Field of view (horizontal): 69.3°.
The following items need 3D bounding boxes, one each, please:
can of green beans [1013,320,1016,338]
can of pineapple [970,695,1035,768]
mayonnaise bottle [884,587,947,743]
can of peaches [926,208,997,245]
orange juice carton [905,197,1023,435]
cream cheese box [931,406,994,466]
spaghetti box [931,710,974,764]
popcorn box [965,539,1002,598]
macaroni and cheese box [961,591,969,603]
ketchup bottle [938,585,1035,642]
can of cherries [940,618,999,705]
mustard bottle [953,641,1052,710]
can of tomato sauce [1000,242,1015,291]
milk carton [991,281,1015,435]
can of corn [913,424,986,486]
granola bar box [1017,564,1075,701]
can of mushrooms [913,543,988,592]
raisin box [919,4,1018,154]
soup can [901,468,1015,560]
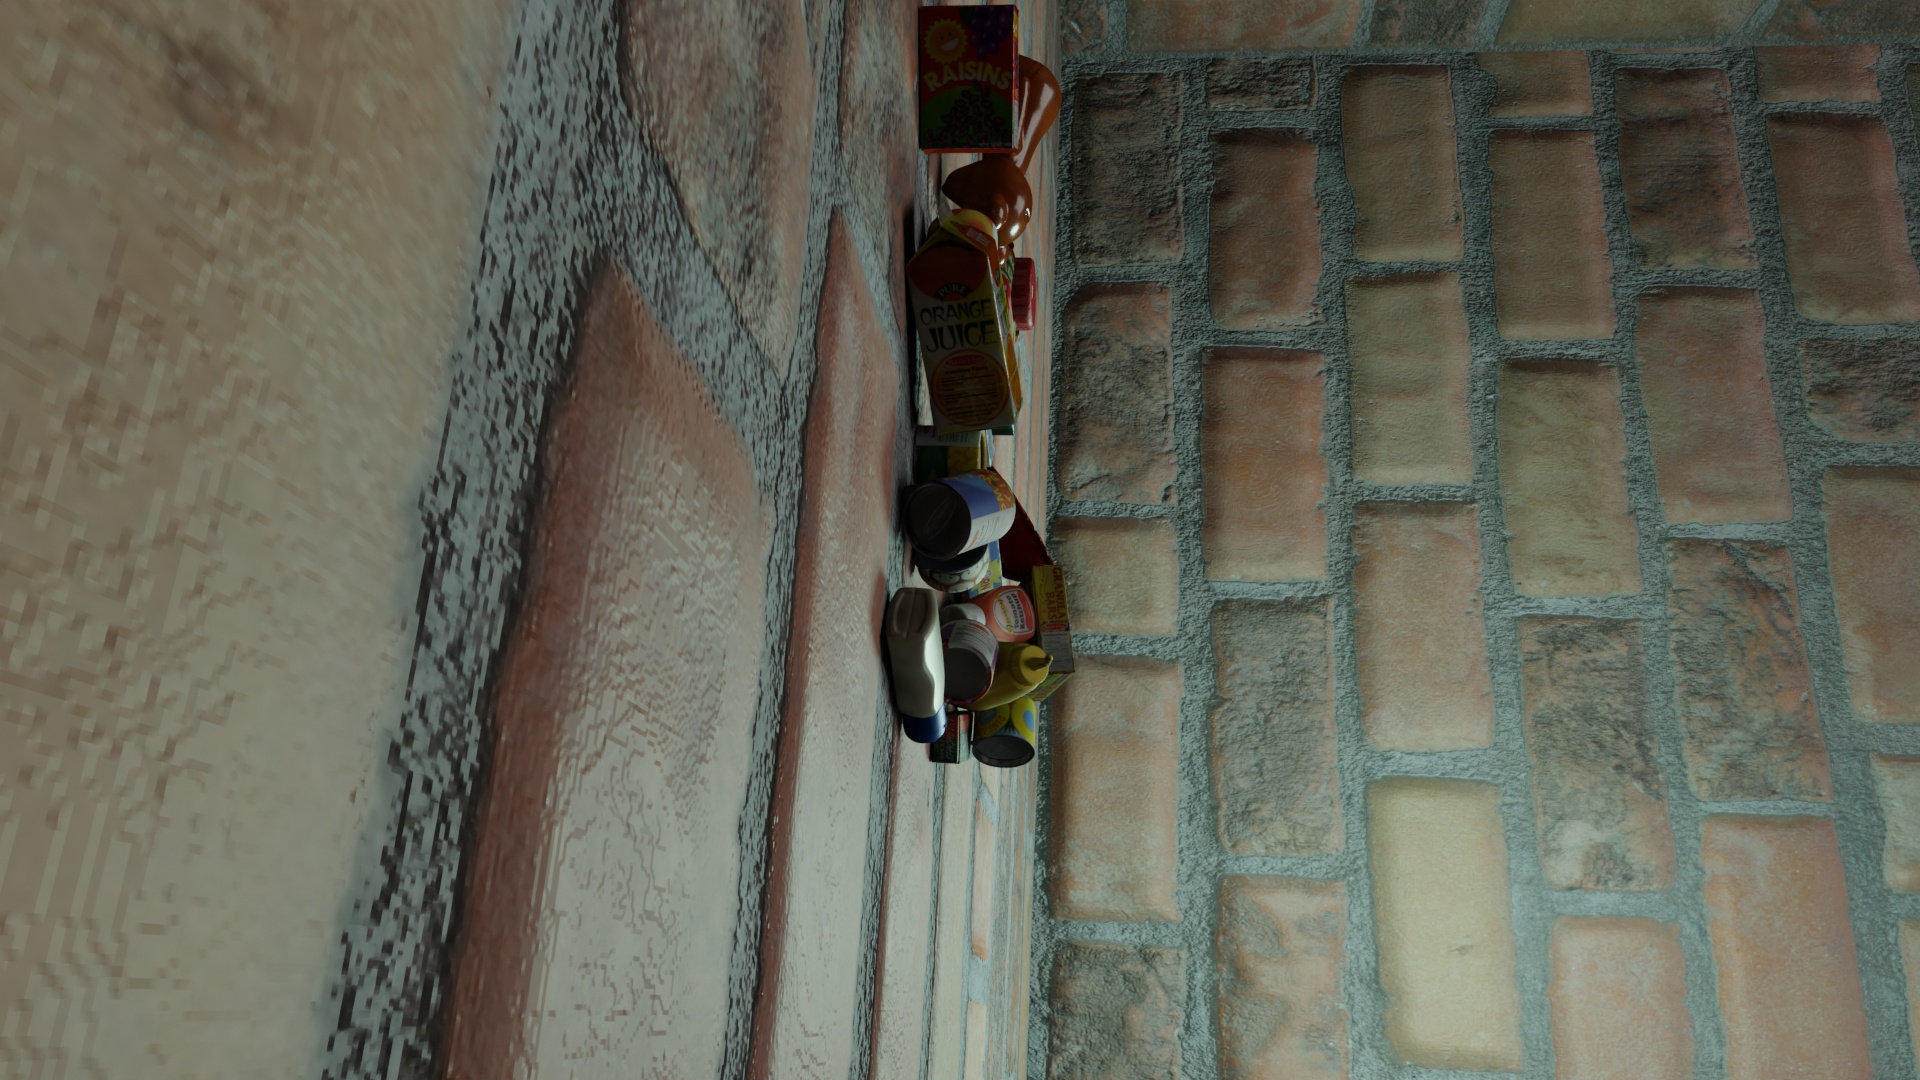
[{"bbox_3d":[0.026,-0.207,1.498,0.071,0.071,0.058,67,25,-75],"label":"can of green beans"},{"bbox_3d":[0.045,0.198,1.466,0.070,0.071,0.058,83,8,-50],"label":"can of pineapple"},{"bbox_3d":[-0.035,0.108,1.130,0.065,0.041,0.147,-80,170,-45],"label":"mayonnaise bottle"},{"bbox_3d":[-0.001,-0.259,1.261,0.071,0.071,0.058,83,7,-53],"label":"can of peaches"},{"bbox_3d":[0.001,-0.195,1.197,0.072,0.073,0.192,-70,151,-68],"label":"orange juice carton"},{"bbox_3d":[0.003,-0.112,1.366,0.103,0.053,0.024,81,14,-56],"label":"cream cheese box"},{"bbox_3d":[-0.001,0.208,1.482,0.250,0.029,0.050,45,46,-81],"label":"spaghetti box"},{"bbox_3d":[0.005,-0.017,1.329,0.126,0.038,0.085,82,-16,-52],"label":"popcorn box"},{"bbox_3d":[0.030,0.109,1.581,0.123,0.040,0.167,67,15,-68],"label":"macaroni and cheese box"},{"bbox_3d":[0.027,0.082,1.453,0.149,0.043,0.065,-2,74,-61],"label":"ketchup bottle"},{"bbox_3d":[0.000,0.118,1.328,0.058,0.071,0.071,-72,162,-68],"label":"can of cherries"},{"bbox_3d":[0.043,0.132,1.386,0.160,0.049,0.065,-19,-123,51],"label":"mustard bottle"},{"bbox_3d":[0.023,-0.270,1.446,0.070,0.071,0.083,84,10,-47],"label":"can of tomato sauce"},{"bbox_3d":[0.015,-0.189,1.370,0.189,0.073,0.073,81,12,-54],"label":"milk carton"},{"bbox_3d":[-0.008,-0.069,1.249,0.071,0.058,0.071,-2,93,-83],"label":"can of corn"},{"bbox_3d":[0.087,0.109,1.588,0.165,0.039,0.124,118,-32,-70],"label":"granola bar box"},{"bbox_3d":[-0.010,0.012,1.233,0.033,0.071,0.071,84,9,-54],"label":"can of mushrooms"},{"bbox_3d":[0.008,-0.407,1.229,0.040,0.086,0.123,-49,139,-78],"label":"raisin box"},{"bbox_3d":[-0.002,-0.026,1.175,0.084,0.071,0.071,-20,112,-59],"label":"soup can"}]
